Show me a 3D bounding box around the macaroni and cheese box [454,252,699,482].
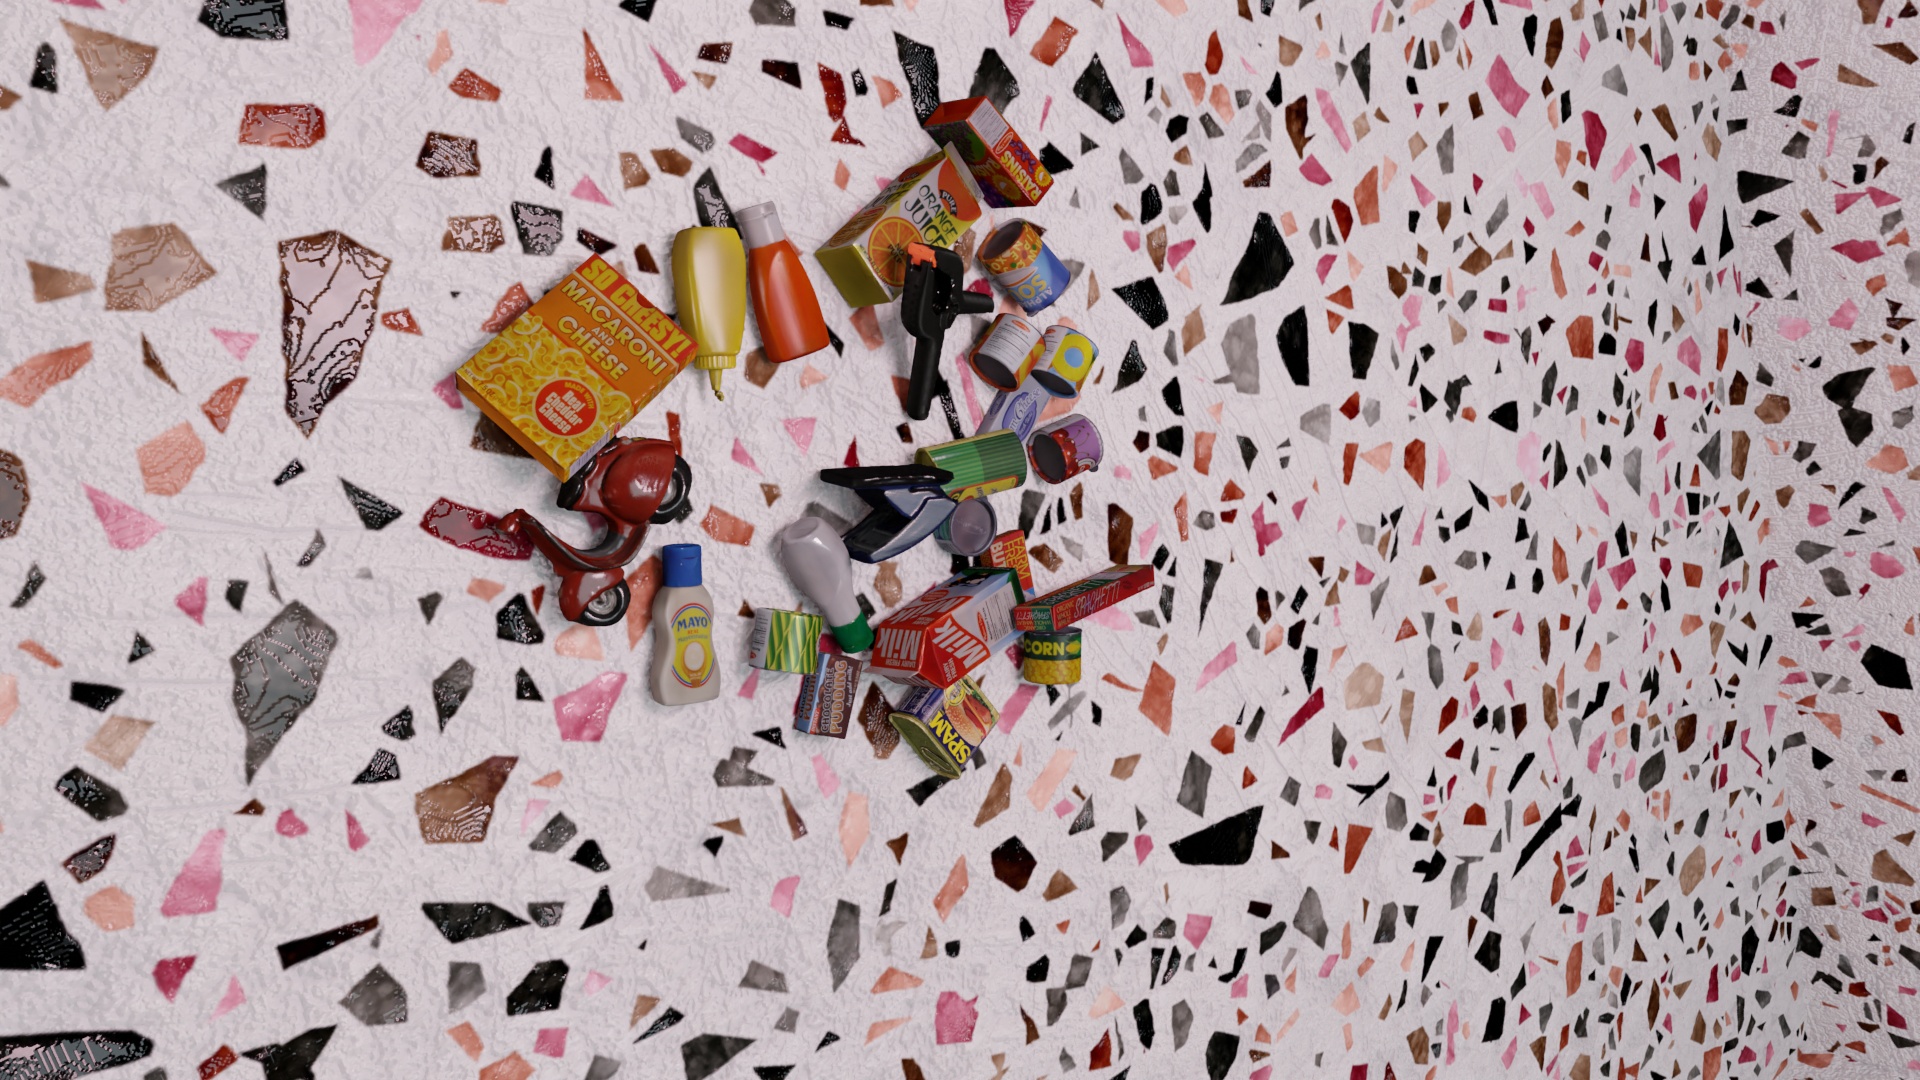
[{"bbox_3d":[-0.328,-0.151,1.198,0.123,0.040,0.167,42,66,-3],"label":"macaroni and cheese box"}]

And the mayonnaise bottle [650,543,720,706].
[{"bbox_3d":[-0.259,0.078,1.300,0.065,0.041,0.148,-5,97,-36],"label":"mayonnaise bottle"}]

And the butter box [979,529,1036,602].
[{"bbox_3d":[0.054,0.043,1.551,0.053,0.024,0.103,-22,107,-35],"label":"butter box"}]

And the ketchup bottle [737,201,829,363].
[{"bbox_3d":[-0.175,-0.249,1.338,0.065,0.043,0.148,-27,109,-34],"label":"ketchup bottle"}]

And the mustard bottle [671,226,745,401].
[{"bbox_3d":[-0.232,-0.209,1.293,0.065,0.049,0.160,-7,98,-37],"label":"mustard bottle"}]

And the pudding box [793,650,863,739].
[{"bbox_3d":[-0.135,0.156,1.410,0.049,0.030,0.084,17,83,-37],"label":"pudding box"}]

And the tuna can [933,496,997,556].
[{"bbox_3d":[0.005,-0.019,1.503,0.071,0.033,0.071,-4,96,-38],"label":"tuna can"}]

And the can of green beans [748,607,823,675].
[{"bbox_3d":[-0.170,0.098,1.356,0.071,0.071,0.058,10,87,-38],"label":"can of green beans"}]

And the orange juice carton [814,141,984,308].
[{"bbox_3d":[-0.050,-0.324,1.411,0.193,0.073,0.071,-48,119,-25],"label":"orange juice carton"}]

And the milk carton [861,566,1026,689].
[{"bbox_3d":[-0.016,0.098,1.454,0.191,0.072,0.073,-32,113,-43],"label":"milk carton"}]

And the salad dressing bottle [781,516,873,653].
[{"bbox_3d":[-0.130,0.047,1.389,0.044,0.064,0.147,-67,142,-51],"label":"salad dressing bottle"}]

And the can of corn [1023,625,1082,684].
[{"bbox_3d":[0.103,0.129,1.569,0.071,0.071,0.058,-3,97,-38],"label":"can of corn"}]

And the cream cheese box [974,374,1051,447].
[{"bbox_3d":[0.057,-0.135,1.539,0.053,0.024,0.104,39,70,-33],"label":"cream cheese box"}]

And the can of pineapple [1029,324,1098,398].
[{"bbox_3d":[0.115,-0.198,1.552,0.071,0.071,0.058,37,73,-34],"label":"can of pineapple"}]

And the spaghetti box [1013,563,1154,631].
[{"bbox_3d":[0.143,0.062,1.557,0.251,0.050,0.028,-17,102,-56],"label":"spaghetti box"}]

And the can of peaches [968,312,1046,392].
[{"bbox_3d":[0.050,-0.202,1.505,0.071,0.071,0.058,47,67,-31],"label":"can of peaches"}]

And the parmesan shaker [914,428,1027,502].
[{"bbox_3d":[0.012,-0.077,1.464,0.103,0.071,0.071,-14,103,-20],"label":"parmesan shaker"}]

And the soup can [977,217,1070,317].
[{"bbox_3d":[0.068,-0.297,1.508,0.083,0.071,0.071,42,69,-32],"label":"soup can"}]

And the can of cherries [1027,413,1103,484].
[{"bbox_3d":[0.119,-0.101,1.563,0.058,0.071,0.071,-26,109,-33],"label":"can of cherries"}]

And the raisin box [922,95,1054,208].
[{"bbox_3d":[0.030,-0.406,1.457,0.123,0.086,0.040,44,74,-31],"label":"raisin box"}]
